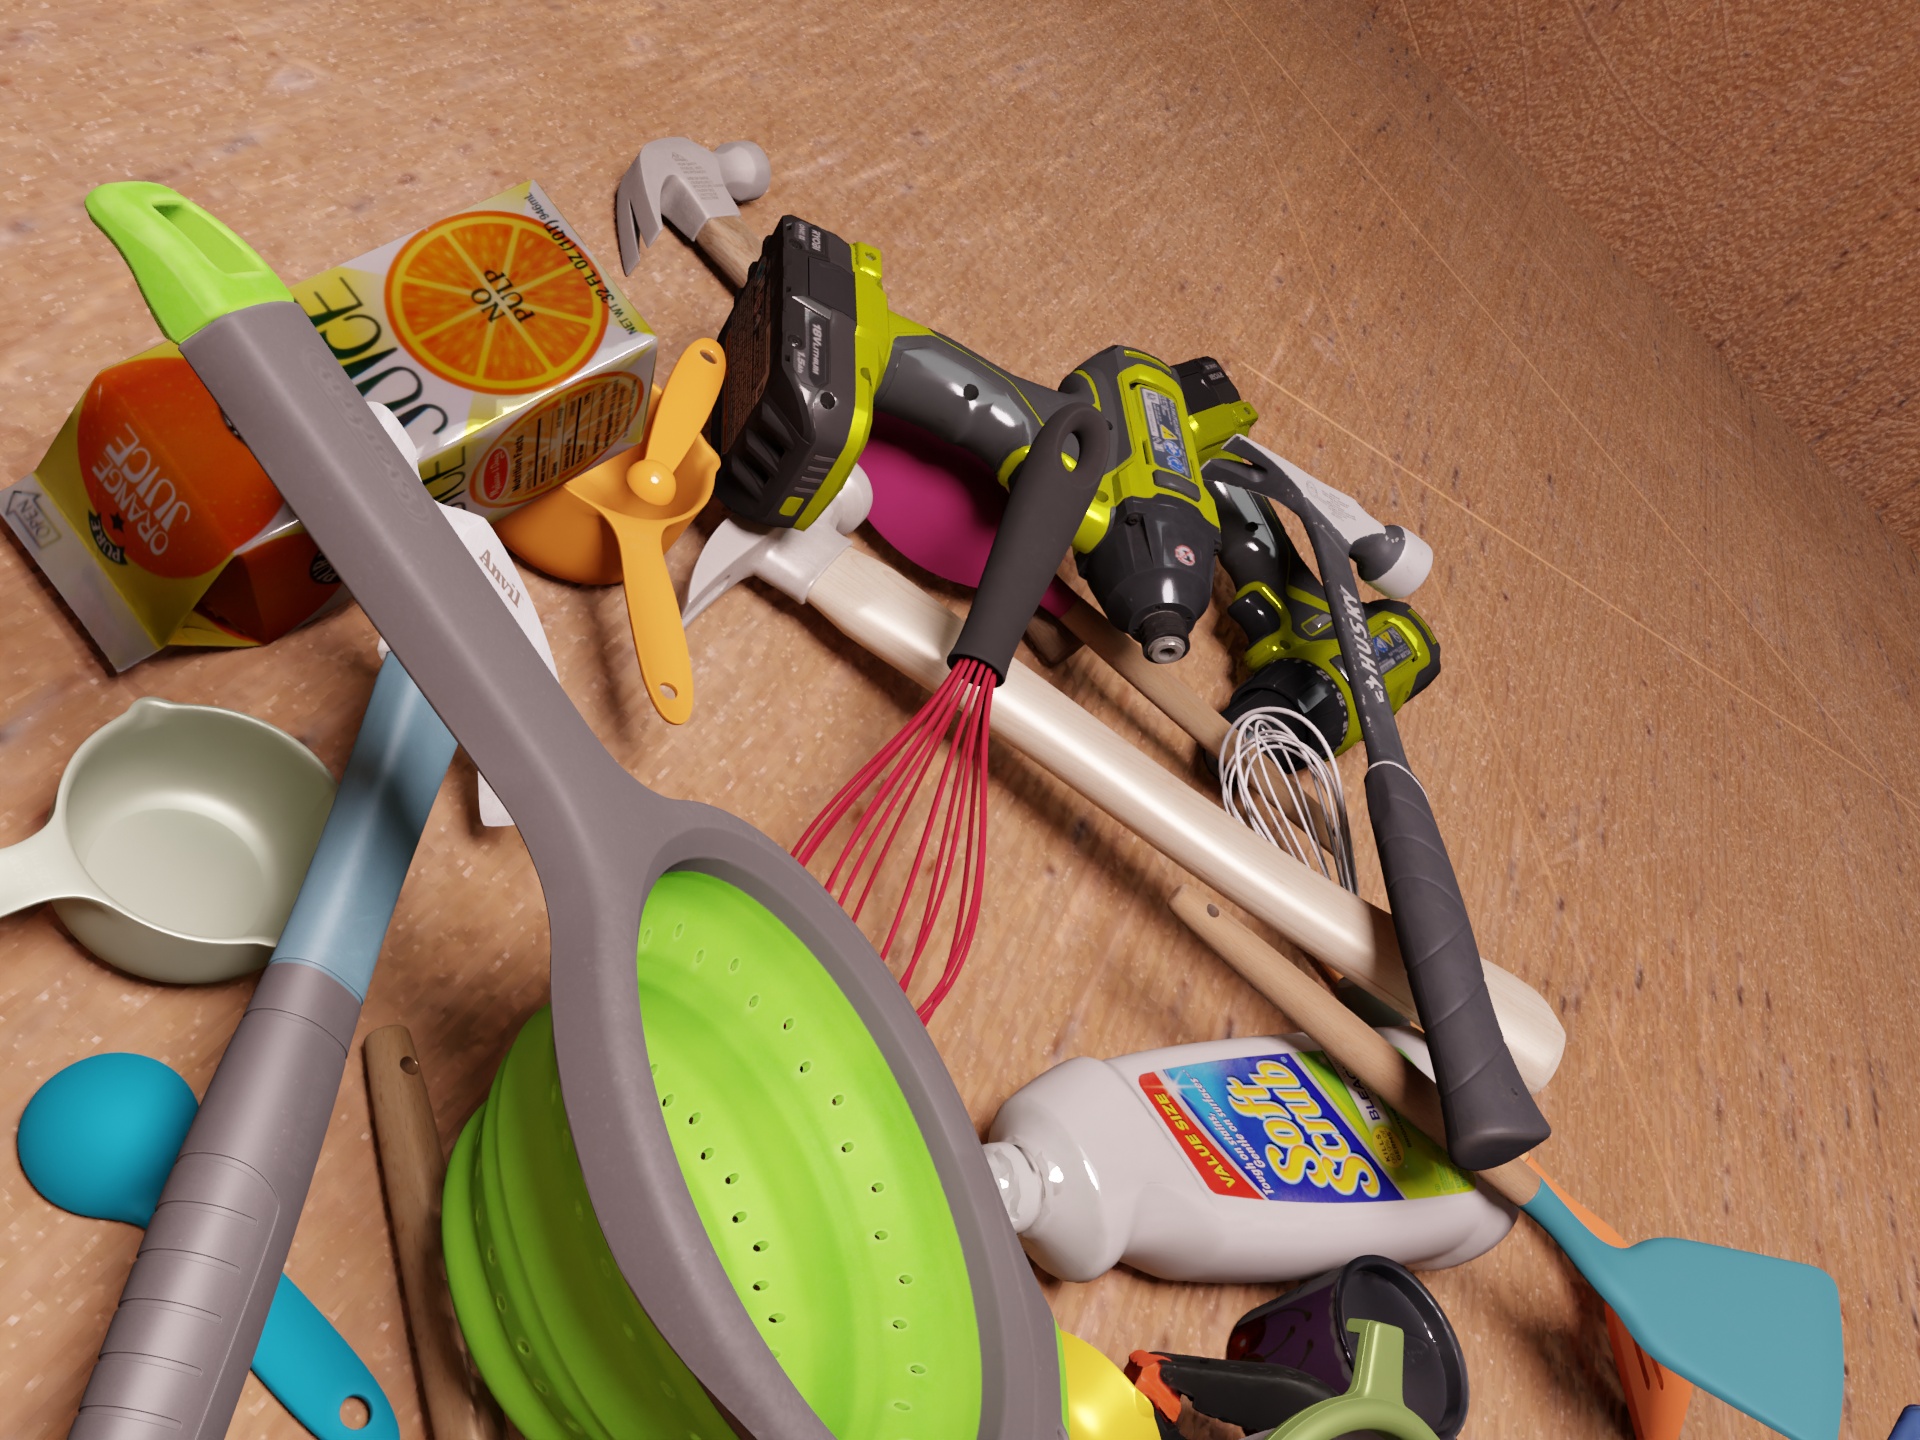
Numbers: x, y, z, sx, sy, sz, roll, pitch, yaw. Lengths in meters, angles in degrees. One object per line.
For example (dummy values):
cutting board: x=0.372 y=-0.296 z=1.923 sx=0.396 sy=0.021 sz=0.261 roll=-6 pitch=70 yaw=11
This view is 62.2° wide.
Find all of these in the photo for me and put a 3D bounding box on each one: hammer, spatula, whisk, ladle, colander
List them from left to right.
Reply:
hammer: x=-0.164 y=0.078 z=0.391 sx=0.128 sy=0.033 sz=0.331 roll=63 pitch=25 yaw=-47
colander: x=-0.108 y=0.064 z=0.399 sx=0.397 sy=0.094 sz=0.205 roll=58 pitch=12 yaw=-14
ladle: x=-0.098 y=0.211 z=0.376 sx=0.078 sy=0.062 sz=0.320 roll=24 pitch=36 yaw=-54
hammer: x=-0.050 y=-0.160 z=0.790 sx=0.331 sy=0.031 sz=0.130 roll=50 pitch=36 yaw=5
whisk: x=-0.001 y=-0.002 z=0.585 sx=0.073 sy=0.073 sz=0.296 roll=32 pitch=64 yaw=-19
hammer: x=0.071 y=0.035 z=0.664 sx=0.410 sy=0.038 sz=0.146 roll=34 pitch=38 yaw=2
whisk: x=0.181 y=0.109 z=0.725 sx=0.058 sy=0.059 sz=0.246 roll=-14 pitch=80 yaw=-53
hammer: x=0.187 y=0.014 z=0.705 sx=0.149 sy=0.036 sz=0.409 roll=28 pitch=37 yaw=-23
spatula: x=0.239 y=0.194 z=0.750 sx=0.323 sy=0.041 sz=0.081 roll=50 pitch=37 yaw=12
spatula: x=0.209 y=0.161 z=0.617 sx=0.317 sy=0.044 sz=0.082 roll=39 pitch=45 yaw=-5

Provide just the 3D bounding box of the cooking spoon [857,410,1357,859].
cooking spoon: x=0.071 y=-0.038 z=0.758 sx=0.318 sy=0.017 sz=0.069 roll=40 pitch=67 yaw=-8

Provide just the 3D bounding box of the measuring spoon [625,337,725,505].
measuring spoon: x=-0.108 y=-0.122 z=0.626 sx=0.021 sy=0.011 sz=0.117 roll=31 pitch=38 yaw=-19

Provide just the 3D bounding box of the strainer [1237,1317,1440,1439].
strainer: x=0.100 y=0.307 z=0.452 sx=0.151 sy=0.069 sz=0.256 roll=-35 pitch=109 yaw=-40

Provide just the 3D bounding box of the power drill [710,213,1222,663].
power drill: x=0.010 y=-0.117 z=0.691 sx=0.223 sy=0.080 sz=0.171 roll=16 pitch=48 yaw=-25

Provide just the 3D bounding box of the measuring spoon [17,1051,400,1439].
measuring spoon: x=-0.180 y=0.132 z=0.395 sx=0.128 sy=0.021 sz=0.042 roll=48 pitch=36 yaw=2

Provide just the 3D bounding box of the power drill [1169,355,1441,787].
power drill: x=0.147 y=-0.077 z=0.868 sx=0.190 sy=0.080 sz=0.228 roll=-26 pitch=79 yaw=-44

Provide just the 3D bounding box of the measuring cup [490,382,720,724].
measuring cup: x=-0.134 y=-0.060 z=0.598 sx=0.095 sy=0.052 sz=0.174 roll=8 pitch=53 yaw=-40

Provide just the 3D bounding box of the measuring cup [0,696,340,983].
measuring cup: x=-0.239 y=0.047 z=0.406 sx=0.167 sy=0.038 sz=0.083 roll=-22 pitch=73 yaw=-50

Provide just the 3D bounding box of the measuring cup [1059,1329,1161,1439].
measuring cup: x=0.056 y=0.263 z=0.490 sx=0.029 sy=0.062 sz=0.156 roll=-28 pitch=88 yaw=-40
